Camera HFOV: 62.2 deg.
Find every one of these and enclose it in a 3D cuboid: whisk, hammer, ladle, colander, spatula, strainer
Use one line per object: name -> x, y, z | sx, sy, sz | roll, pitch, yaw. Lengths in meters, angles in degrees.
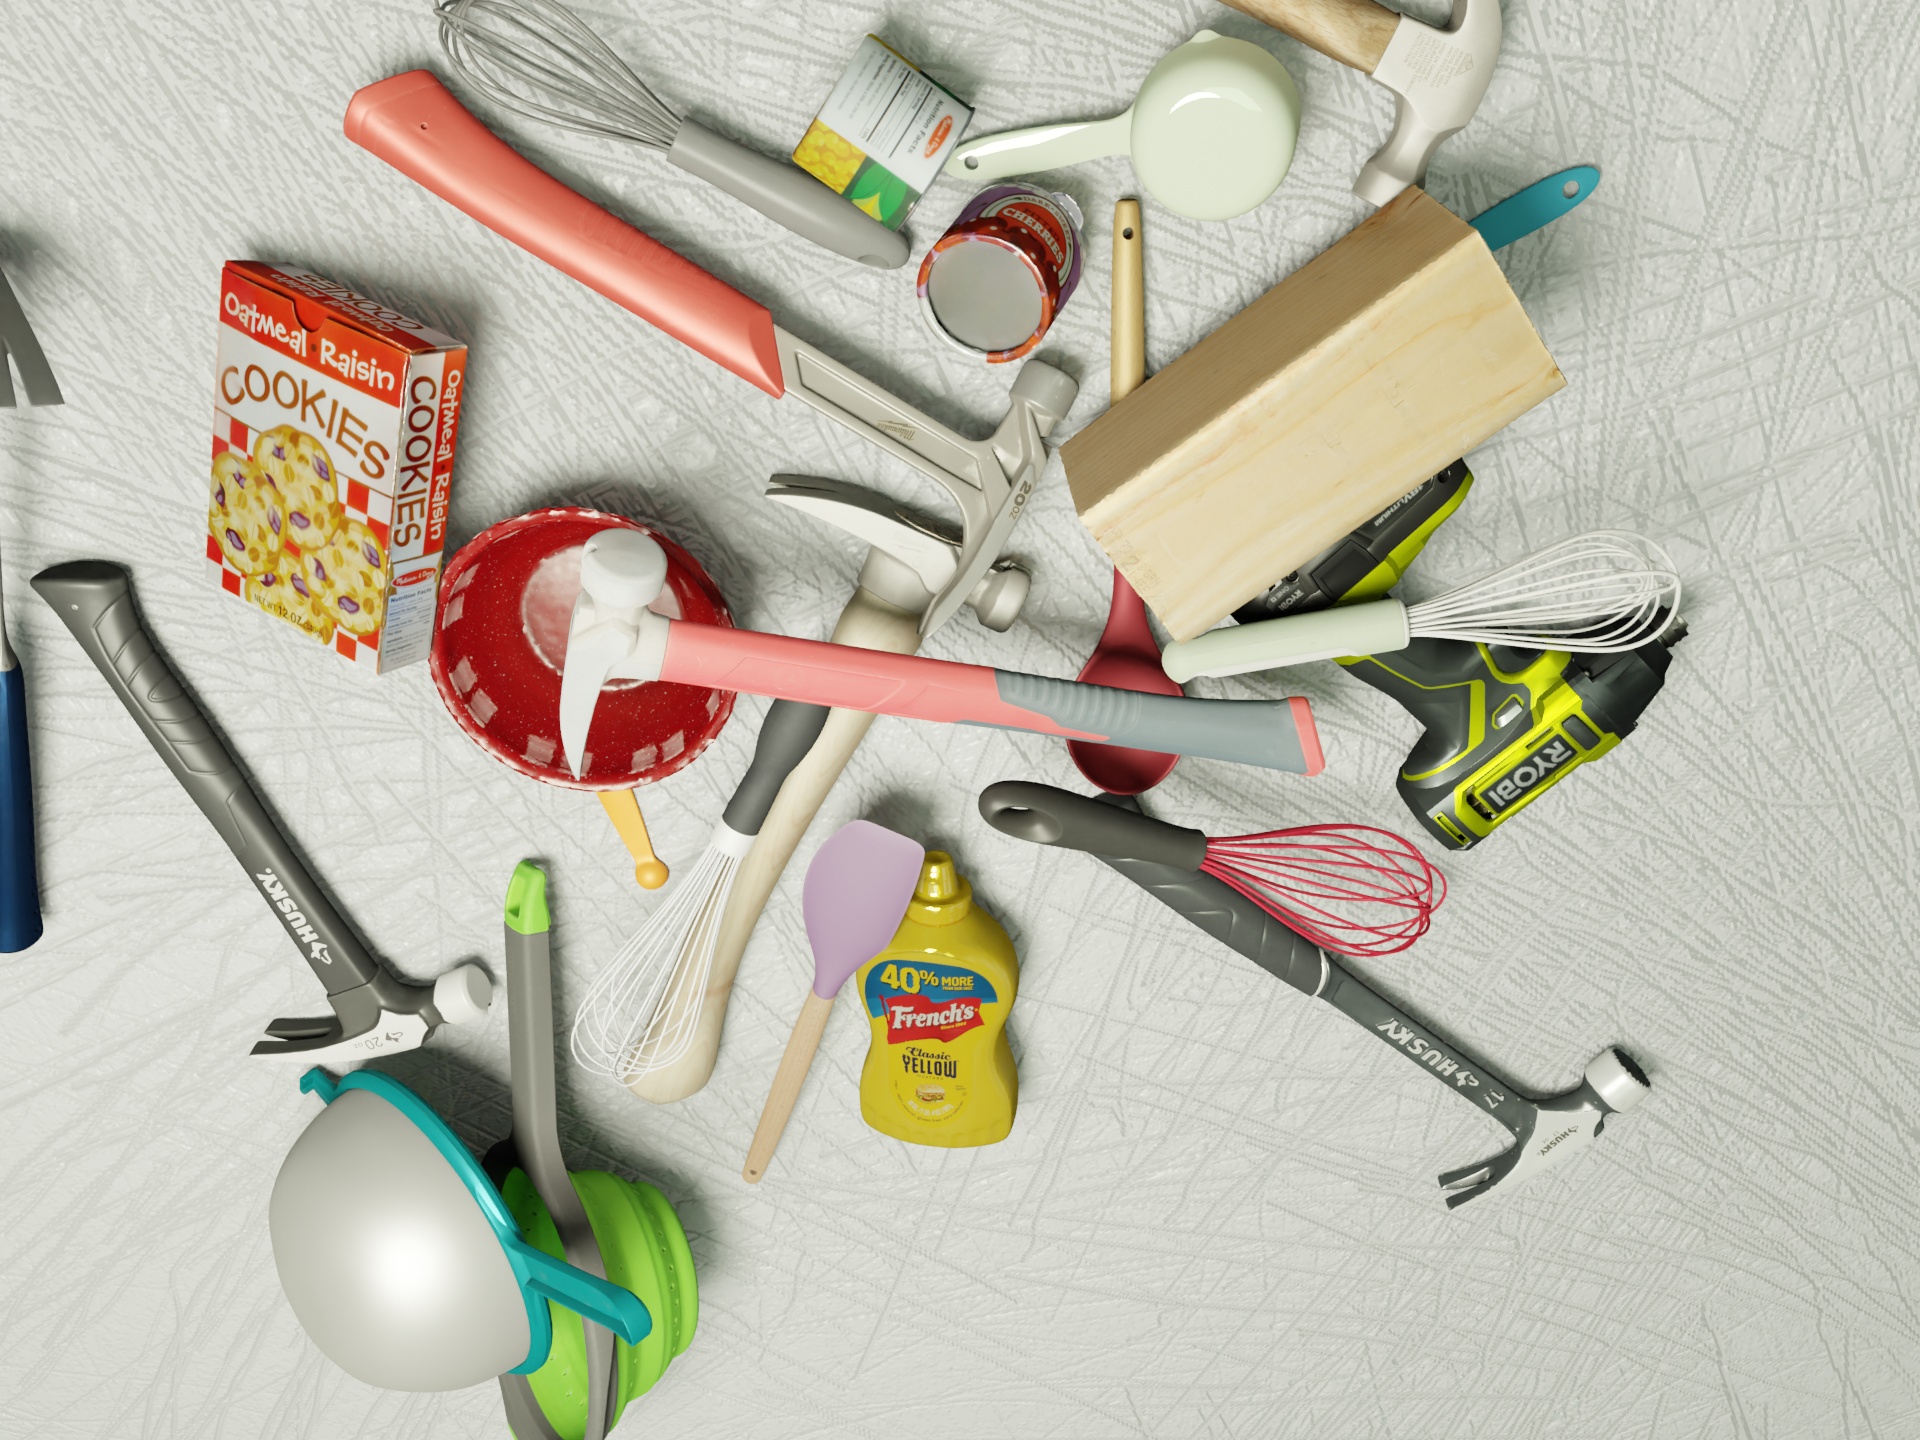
whisk -> -0.138, 0.088, 0.872 | 0.070, 0.070, 0.284 | 25, 110, -13
whisk -> 0.142, 0.075, 0.859 | 0.295, 0.073, 0.073 | 15, 117, -22
hammer -> -0.411, 0.059, 0.899 | 0.146, 0.035, 0.334 | -20, 114, 12
hammer -> -0.001, -0.003, 0.797 | 0.386, 0.038, 0.143 | 8, 136, -15
hammer -> 0.226, 0.166, 0.965 | 0.408, 0.036, 0.149 | 35, 112, -16
hammer -> -0.126, -0.186, 0.763 | 0.359, 0.037, 0.149 | 29, 92, -12
whisk -> -0.129, -0.270, 0.733 | 0.238, 0.055, 0.055 | 24, 114, -17
ladle -> 0.086, -0.107, 0.829 | 0.069, 0.031, 0.315 | -4, 115, -2
hammer -> -0.115, 0.059, 0.904 | 0.146, 0.038, 0.410 | 24, 114, -11
colander -> -0.225, 0.274, 0.979 | 0.094, 0.205, 0.397 | -7, 104, -35
spatula -> -0.090, 0.177, 0.948 | 0.060, 0.018, 0.315 | 22, 125, 1
whisk -> 0.219, -0.047, 0.763 | 0.246, 0.058, 0.059 | -9, 86, 6
hammer -> -0.495, -0.038, 0.818 | 0.035, 0.144, 0.405 | -11, 132, -39
strainer -> -0.297, 0.316, 0.885 | 0.340, 0.095, 0.211 | -2, 111, 47
hammer -> 0.089, -0.350, 0.702 | 0.331, 0.031, 0.130 | 21, 115, -11

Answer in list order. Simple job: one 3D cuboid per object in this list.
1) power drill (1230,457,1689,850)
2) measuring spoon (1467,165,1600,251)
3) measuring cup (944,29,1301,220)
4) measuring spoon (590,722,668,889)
power drill -> 0.260, -0.050, 0.835 | 0.223, 0.080, 0.171 | 39, 111, -22
measuring spoon -> 0.250, -0.230, 0.769 | 0.128, 0.021, 0.042 | -27, 114, 14
measuring cup -> 0.070, -0.260, 0.727 | 0.167, 0.038, 0.083 | -4, 132, 15
measuring spoon -> -0.196, 0.051, 0.912 | 0.021, 0.011, 0.116 | -15, 116, 7
